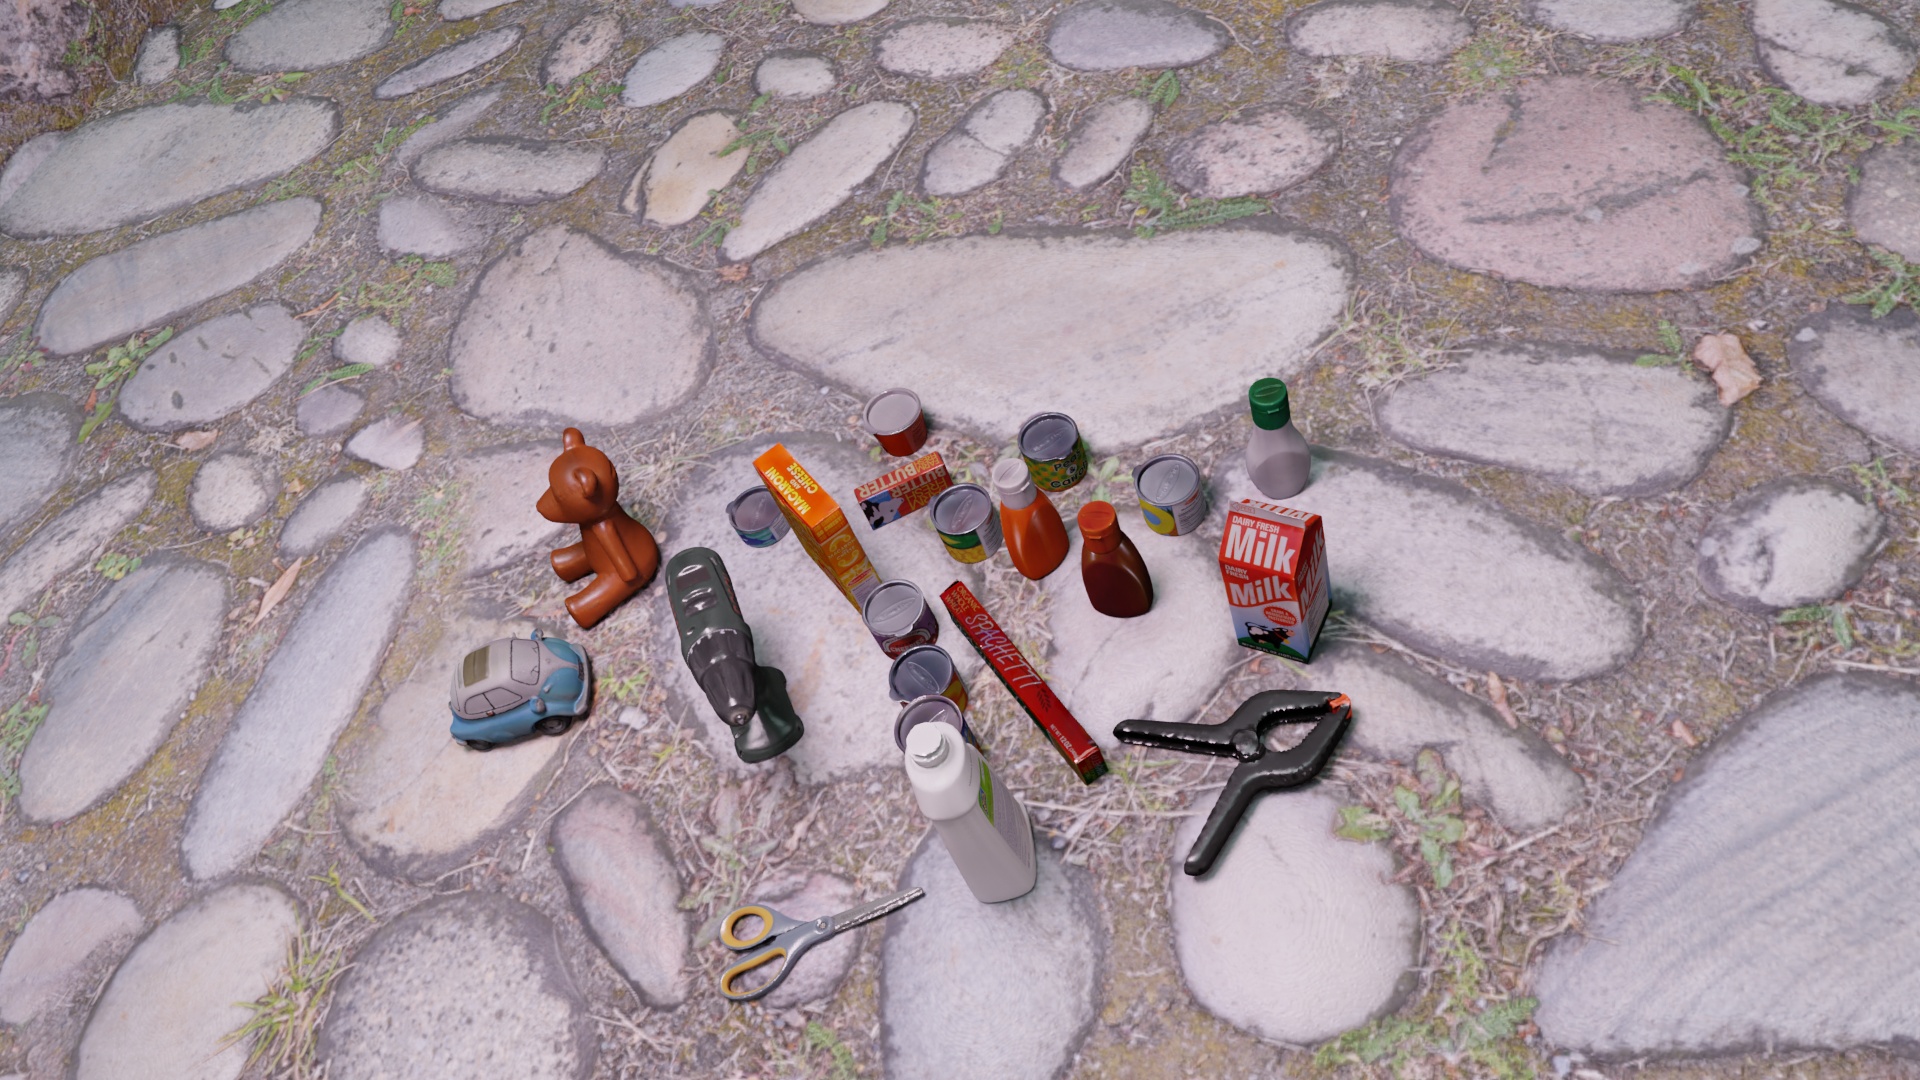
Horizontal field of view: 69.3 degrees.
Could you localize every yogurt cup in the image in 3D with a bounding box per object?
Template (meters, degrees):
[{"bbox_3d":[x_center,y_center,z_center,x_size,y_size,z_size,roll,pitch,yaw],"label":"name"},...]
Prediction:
[{"bbox_3d":[-0.071,-0.132,1.581,0.072,0.053,0.073,-9,53,12],"label":"yogurt cup"}]

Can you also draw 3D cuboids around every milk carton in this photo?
[{"bbox_3d":[0.286,0.027,1.259,0.072,0.189,0.074,16,62,28],"label":"milk carton"}]

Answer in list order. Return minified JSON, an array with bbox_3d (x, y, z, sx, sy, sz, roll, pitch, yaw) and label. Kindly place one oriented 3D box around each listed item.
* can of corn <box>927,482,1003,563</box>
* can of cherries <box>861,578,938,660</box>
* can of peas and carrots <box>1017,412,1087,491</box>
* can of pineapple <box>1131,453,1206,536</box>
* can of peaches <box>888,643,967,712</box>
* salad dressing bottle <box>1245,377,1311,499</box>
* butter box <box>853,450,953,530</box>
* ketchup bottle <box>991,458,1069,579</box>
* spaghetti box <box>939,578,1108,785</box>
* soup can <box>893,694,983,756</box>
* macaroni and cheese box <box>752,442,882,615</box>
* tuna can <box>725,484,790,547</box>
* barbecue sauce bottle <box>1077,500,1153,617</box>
[{"bbox_3d":[0.005,-0.018,1.470,0.071,0.058,0.071,-9,53,12],"label":"can of corn"},{"bbox_3d":[-0.060,0.084,1.416,0.071,0.058,0.072,-9,53,12],"label":"can of cherries"},{"bbox_3d":[0.101,-0.093,1.492,0.071,0.058,0.071,-9,53,12],"label":"can of peas and carrots"},{"bbox_3d":[0.214,-0.047,1.422,0.071,0.057,0.071,-9,53,12],"label":"can of pineapple"},{"bbox_3d":[-0.033,0.146,1.363,0.071,0.057,0.071,-9,53,12],"label":"can of peaches"},{"bbox_3d":[0.311,-0.100,1.371,0.064,0.147,0.044,-15,52,8],"label":"salad dressing bottle"},{"bbox_3d":[-0.061,-0.055,1.522,0.103,0.053,0.024,-25,51,-1],"label":"butter box"},{"bbox_3d":[0.068,-0.024,1.395,0.043,0.148,0.065,33,71,34],"label":"ketchup bottle"},{"bbox_3d":[0.058,0.133,1.347,0.029,0.050,0.251,-35,52,-8],"label":"spaghetti box"},{"bbox_3d":[-0.017,0.195,1.305,0.071,0.083,0.072,-9,53,12],"label":"soup can"},{"bbox_3d":[-0.144,-0.009,1.443,0.040,0.165,0.124,-38,53,-10],"label":"macaroni and cheese box"},{"bbox_3d":[-0.228,-0.027,1.569,0.071,0.032,0.071,-9,53,12],"label":"tuna can"},{"bbox_3d":[0.144,0.019,1.339,0.065,0.148,0.044,2,56,20],"label":"barbecue sauce bottle"}]
